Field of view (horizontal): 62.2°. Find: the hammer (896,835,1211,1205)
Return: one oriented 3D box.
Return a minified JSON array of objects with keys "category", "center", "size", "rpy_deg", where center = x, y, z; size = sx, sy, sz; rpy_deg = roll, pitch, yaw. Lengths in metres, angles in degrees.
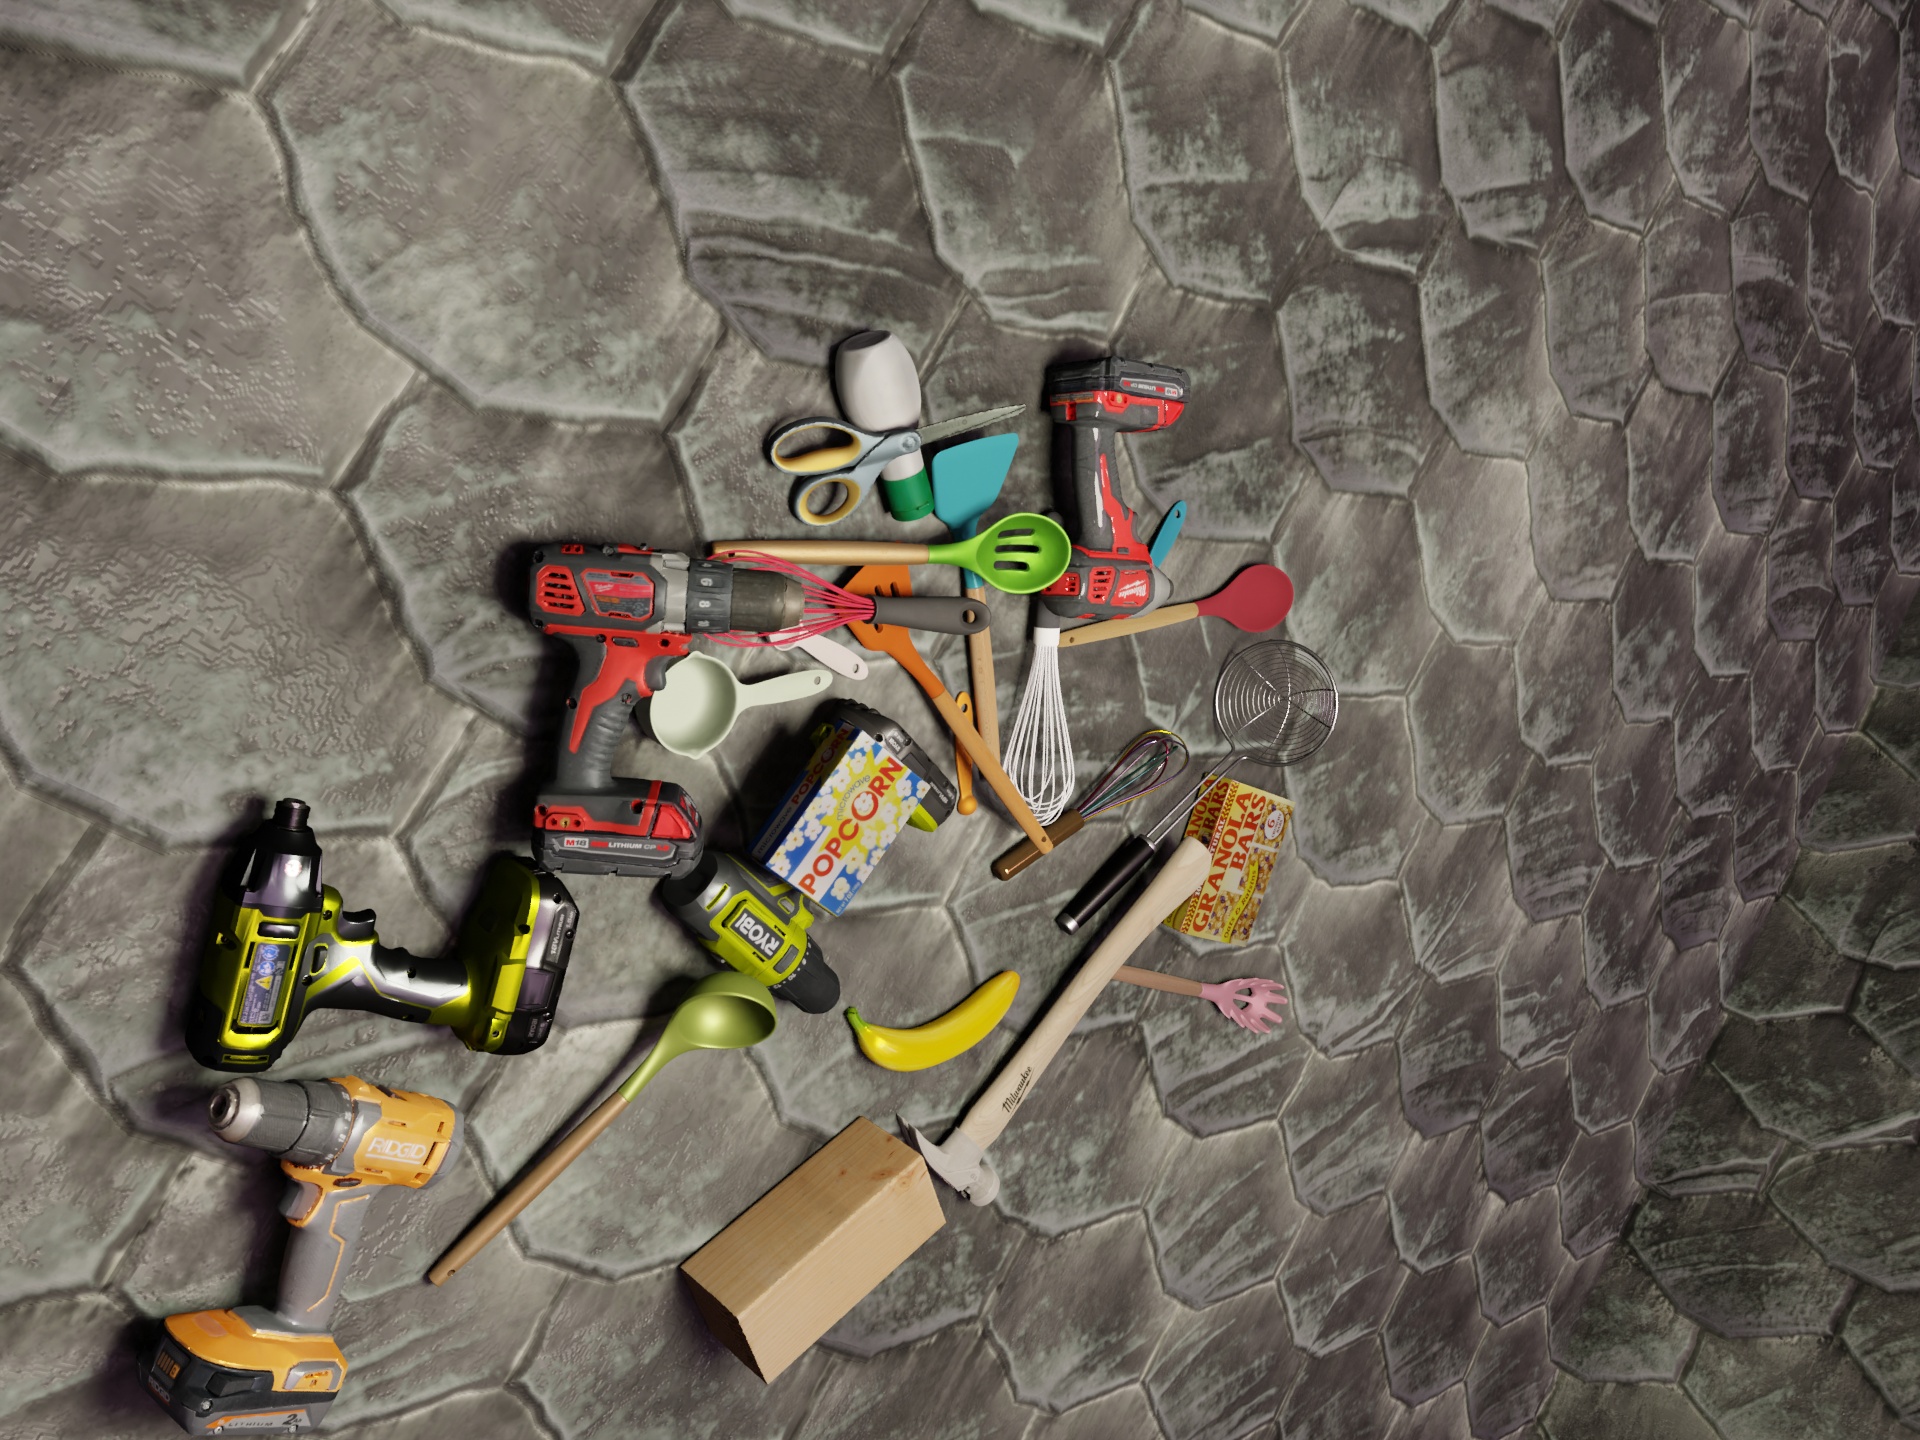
[{"category":"hammer","center":[0.104,0.271,1.539],"size":[0.411,0.038,0.146],"rpy_deg":[-50,129,-14]}]

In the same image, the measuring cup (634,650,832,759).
[{"category":"measuring cup","center":[-0.173,-0.023,1.211],"size":[0.167,0.038,0.083],"rpy_deg":[-13,112,-41]}]

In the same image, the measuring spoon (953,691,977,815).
[{"category":"measuring spoon","center":[0.006,0.031,1.407],"size":[0.021,0.011,0.116],"rpy_deg":[-18,114,-38]}]

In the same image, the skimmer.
[{"category":"skimmer","center":[0.226,0.069,1.564],"size":[0.363,0.127,0.090],"rpy_deg":[-43,161,-16]}]

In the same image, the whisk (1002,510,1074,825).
[{"category":"whisk","center":[0.076,-0.044,1.420],"size":[0.070,0.070,0.284],"rpy_deg":[-5,102,-41]}]

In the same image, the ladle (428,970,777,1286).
[{"category":"ladle","center":[-0.269,0.310,1.200],"size":[0.320,0.062,0.078],"rpy_deg":[-44,135,-14]}]

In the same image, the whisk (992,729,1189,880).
[{"category":"whisk","center":[0.124,0.079,1.517],"size":[0.245,0.051,0.047],"rpy_deg":[-33,103,-26]}]

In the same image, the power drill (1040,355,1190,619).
[{"category":"power drill","center":[0.137,-0.197,1.383],"size":[0.143,0.079,0.219],"rpy_deg":[-1,95,-42]}]

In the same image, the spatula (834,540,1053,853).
[{"category":"spatula","center":[-0.002,-0.004,1.345],"size":[0.081,0.041,0.322],"rpy_deg":[-46,116,-22]}]

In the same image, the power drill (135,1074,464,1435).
[{"category":"power drill","center":[-0.444,0.339,1.036],"size":[0.185,0.084,0.226],"rpy_deg":[38,74,-55]}]

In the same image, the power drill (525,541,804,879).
[{"category":"power drill","center":[-0.209,-0.009,1.107],"size":[0.188,0.080,0.226],"rpy_deg":[4,102,-9]}]

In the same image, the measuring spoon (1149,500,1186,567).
[{"category":"measuring spoon","center":[0.180,-0.157,1.506],"size":[0.042,0.021,0.129],"rpy_deg":[44,64,-31]}]

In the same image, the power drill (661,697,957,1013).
[{"category":"power drill","center":[-0.110,0.115,1.286],"size":[0.228,0.080,0.190],"rpy_deg":[-52,130,-14]}]

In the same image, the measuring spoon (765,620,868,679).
[{"category":"measuring spoon","center":[-0.116,-0.058,1.270],"size":[0.124,0.018,0.034],"rpy_deg":[30,76,-50]}]

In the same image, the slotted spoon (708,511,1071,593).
[{"category":"slotted spoon","center":[-0.051,-0.134,1.260],"size":[0.313,0.031,0.070],"rpy_deg":[-3,113,-30]}]

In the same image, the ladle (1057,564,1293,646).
[{"category":"ladle","center":[0.208,-0.101,1.539],"size":[0.315,0.031,0.069],"rpy_deg":[-14,108,-37]}]

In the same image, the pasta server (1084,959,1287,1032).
[{"category":"pasta server","center":[0.241,0.283,1.685],"size":[0.316,0.040,0.060],"rpy_deg":[19,87,-43]}]

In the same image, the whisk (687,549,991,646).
[{"category":"whisk","center":[-0.086,-0.088,1.226],"size":[0.295,0.073,0.073],"rpy_deg":[1,103,-42]}]

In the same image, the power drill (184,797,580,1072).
[{"category":"power drill","center":[-0.377,0.145,1.054],"size":[0.223,0.080,0.171],"rpy_deg":[12,96,-40]}]

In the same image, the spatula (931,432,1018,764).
[{"category":"spatula","center":[0.018,-0.087,1.357],"size":[0.082,0.044,0.317],"rpy_deg":[-19,116,-27]}]
